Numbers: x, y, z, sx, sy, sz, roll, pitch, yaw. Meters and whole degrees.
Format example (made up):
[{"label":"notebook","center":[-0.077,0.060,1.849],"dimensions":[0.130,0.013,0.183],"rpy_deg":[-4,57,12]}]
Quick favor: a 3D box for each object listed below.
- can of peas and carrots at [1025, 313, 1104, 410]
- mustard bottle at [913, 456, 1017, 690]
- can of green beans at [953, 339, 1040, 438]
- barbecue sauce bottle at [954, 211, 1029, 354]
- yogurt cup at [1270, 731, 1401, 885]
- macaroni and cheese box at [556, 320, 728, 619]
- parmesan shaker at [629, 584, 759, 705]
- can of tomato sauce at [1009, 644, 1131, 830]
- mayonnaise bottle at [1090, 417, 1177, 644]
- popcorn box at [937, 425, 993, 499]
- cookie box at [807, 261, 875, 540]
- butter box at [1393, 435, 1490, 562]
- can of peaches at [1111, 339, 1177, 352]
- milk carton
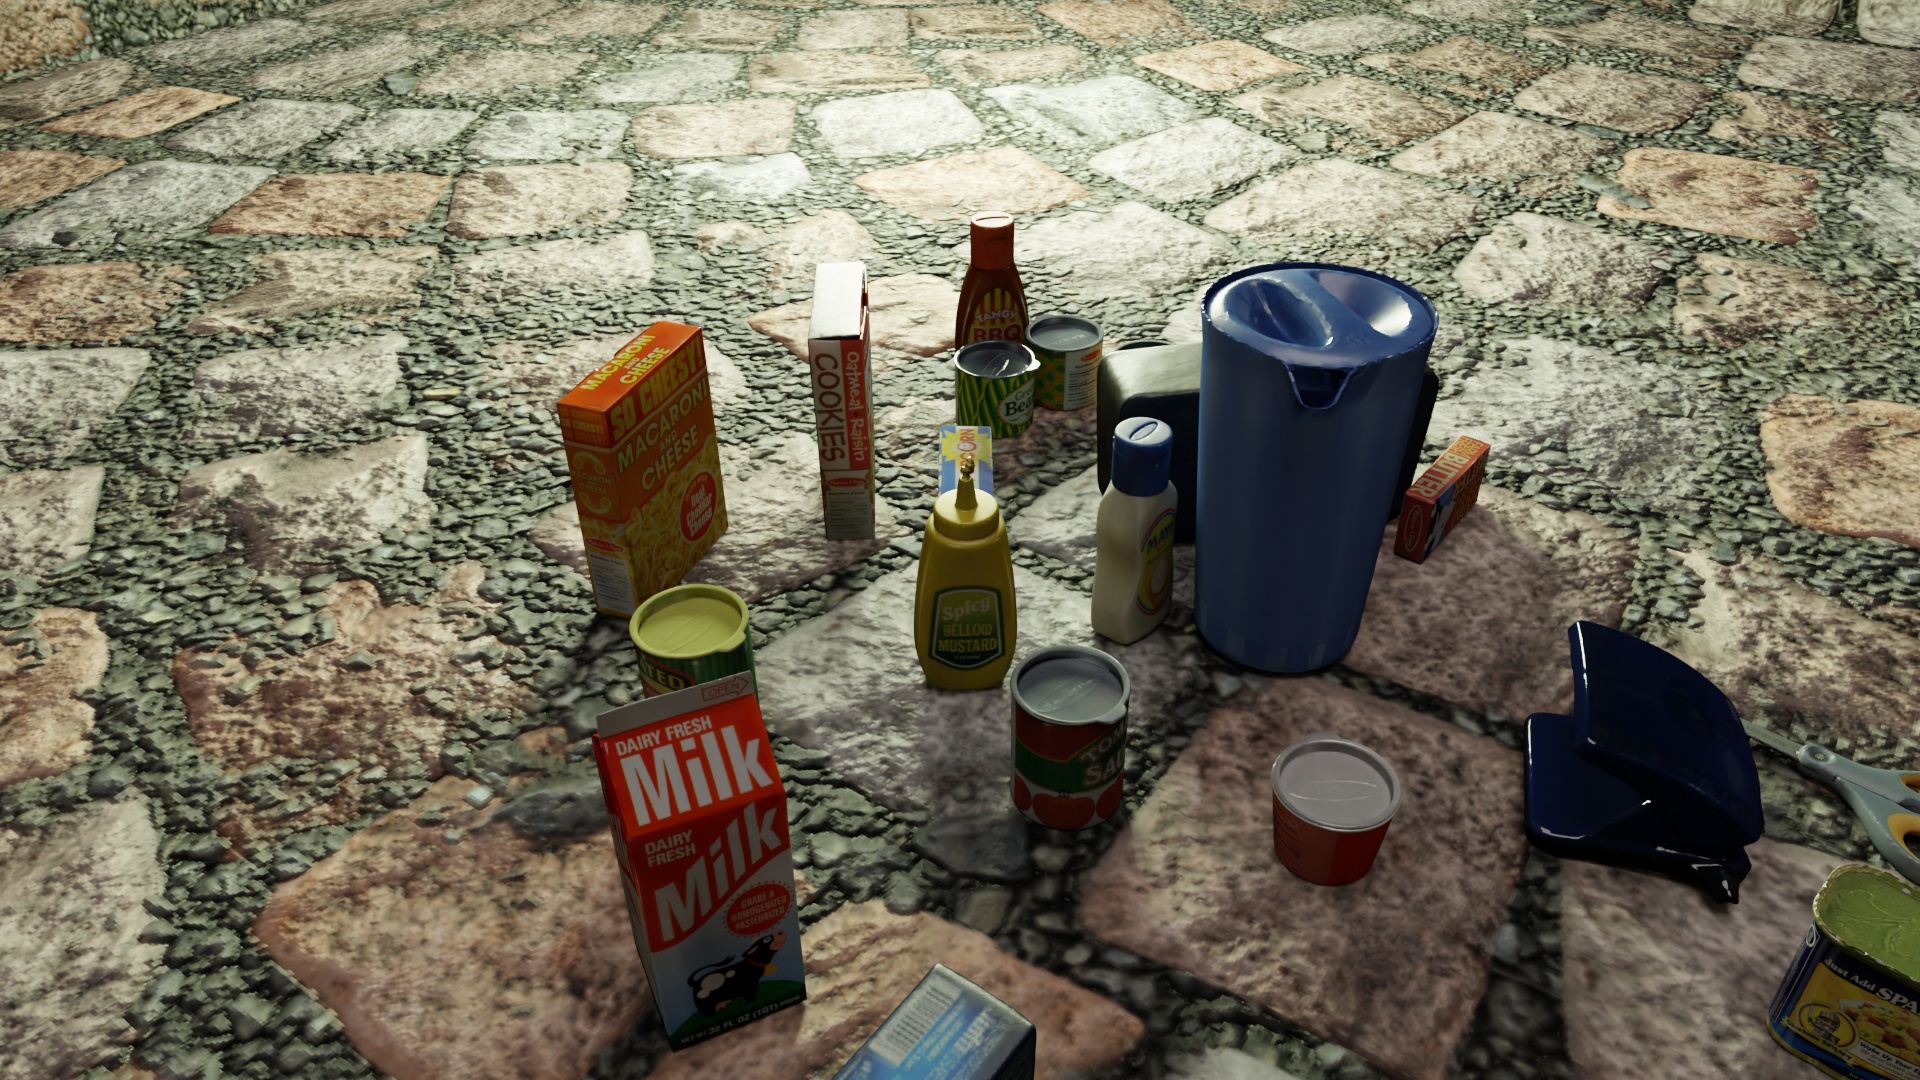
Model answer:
[{"label":"can of peas and carrots","center":[0.086,-0.152,1.178],"dimensions":[0.071,0.058,0.071],"rpy_deg":[-1,35,1]},{"label":"mustard bottle","center":[0.002,0.020,0.850],"dimensions":[0.065,0.159,0.049],"rpy_deg":[-3,35,-3]},{"label":"can of green beans","center":[0.028,-0.124,1.142],"dimensions":[0.071,0.057,0.071],"rpy_deg":[-1,35,1]},{"label":"barbecue sauce bottle","center":[0.027,-0.202,1.173],"dimensions":[0.065,0.147,0.044],"rpy_deg":[-8,36,-9]},{"label":"yogurt cup","center":[0.200,0.149,0.753],"dimensions":[0.072,0.053,0.073],"rpy_deg":[-1,35,1]},{"label":"macaroni and cheese box","center":[-0.213,-0.048,0.945],"dimensions":[0.040,0.165,0.124],"rpy_deg":[12,37,17]},{"label":"parmesan shaker","center":[-0.149,0.087,0.807],"dimensions":[0.071,0.102,0.072],"rpy_deg":[-1,35,1]},{"label":"can of tomato sauce","center":[0.062,0.112,0.784],"dimensions":[0.071,0.082,0.071],"rpy_deg":[-1,35,1]},{"label":"mayonnaise bottle","center":[0.114,-0.007,0.895],"dimensions":[0.041,0.147,0.065],"rpy_deg":[24,42,32]},{"label":"popcorn box","center":[0.003,-0.012,0.959],"dimensions":[0.038,0.084,0.127],"rpy_deg":[-1,35,1]},{"label":"cookie box","center":[-0.084,-0.103,1.020],"dimensions":[0.040,0.166,0.123],"rpy_deg":[-2,35,-2]},{"label":"butter box","center":[0.349,-0.031,1.006],"dimensions":[0.024,0.052,0.104],"rpy_deg":[24,42,31]},{"label":"can of peaches","center":[0.153,-0.123,1.137],"dimensions":[0.071,0.057,0.071],"rpy_deg":[-1,35,1]},{"label":"milk carton","center":[-0.123,0.142,0.652],"dimensions":[0.072,0.189,0.074],"rpy_deg":[-16,38,-20]}]
